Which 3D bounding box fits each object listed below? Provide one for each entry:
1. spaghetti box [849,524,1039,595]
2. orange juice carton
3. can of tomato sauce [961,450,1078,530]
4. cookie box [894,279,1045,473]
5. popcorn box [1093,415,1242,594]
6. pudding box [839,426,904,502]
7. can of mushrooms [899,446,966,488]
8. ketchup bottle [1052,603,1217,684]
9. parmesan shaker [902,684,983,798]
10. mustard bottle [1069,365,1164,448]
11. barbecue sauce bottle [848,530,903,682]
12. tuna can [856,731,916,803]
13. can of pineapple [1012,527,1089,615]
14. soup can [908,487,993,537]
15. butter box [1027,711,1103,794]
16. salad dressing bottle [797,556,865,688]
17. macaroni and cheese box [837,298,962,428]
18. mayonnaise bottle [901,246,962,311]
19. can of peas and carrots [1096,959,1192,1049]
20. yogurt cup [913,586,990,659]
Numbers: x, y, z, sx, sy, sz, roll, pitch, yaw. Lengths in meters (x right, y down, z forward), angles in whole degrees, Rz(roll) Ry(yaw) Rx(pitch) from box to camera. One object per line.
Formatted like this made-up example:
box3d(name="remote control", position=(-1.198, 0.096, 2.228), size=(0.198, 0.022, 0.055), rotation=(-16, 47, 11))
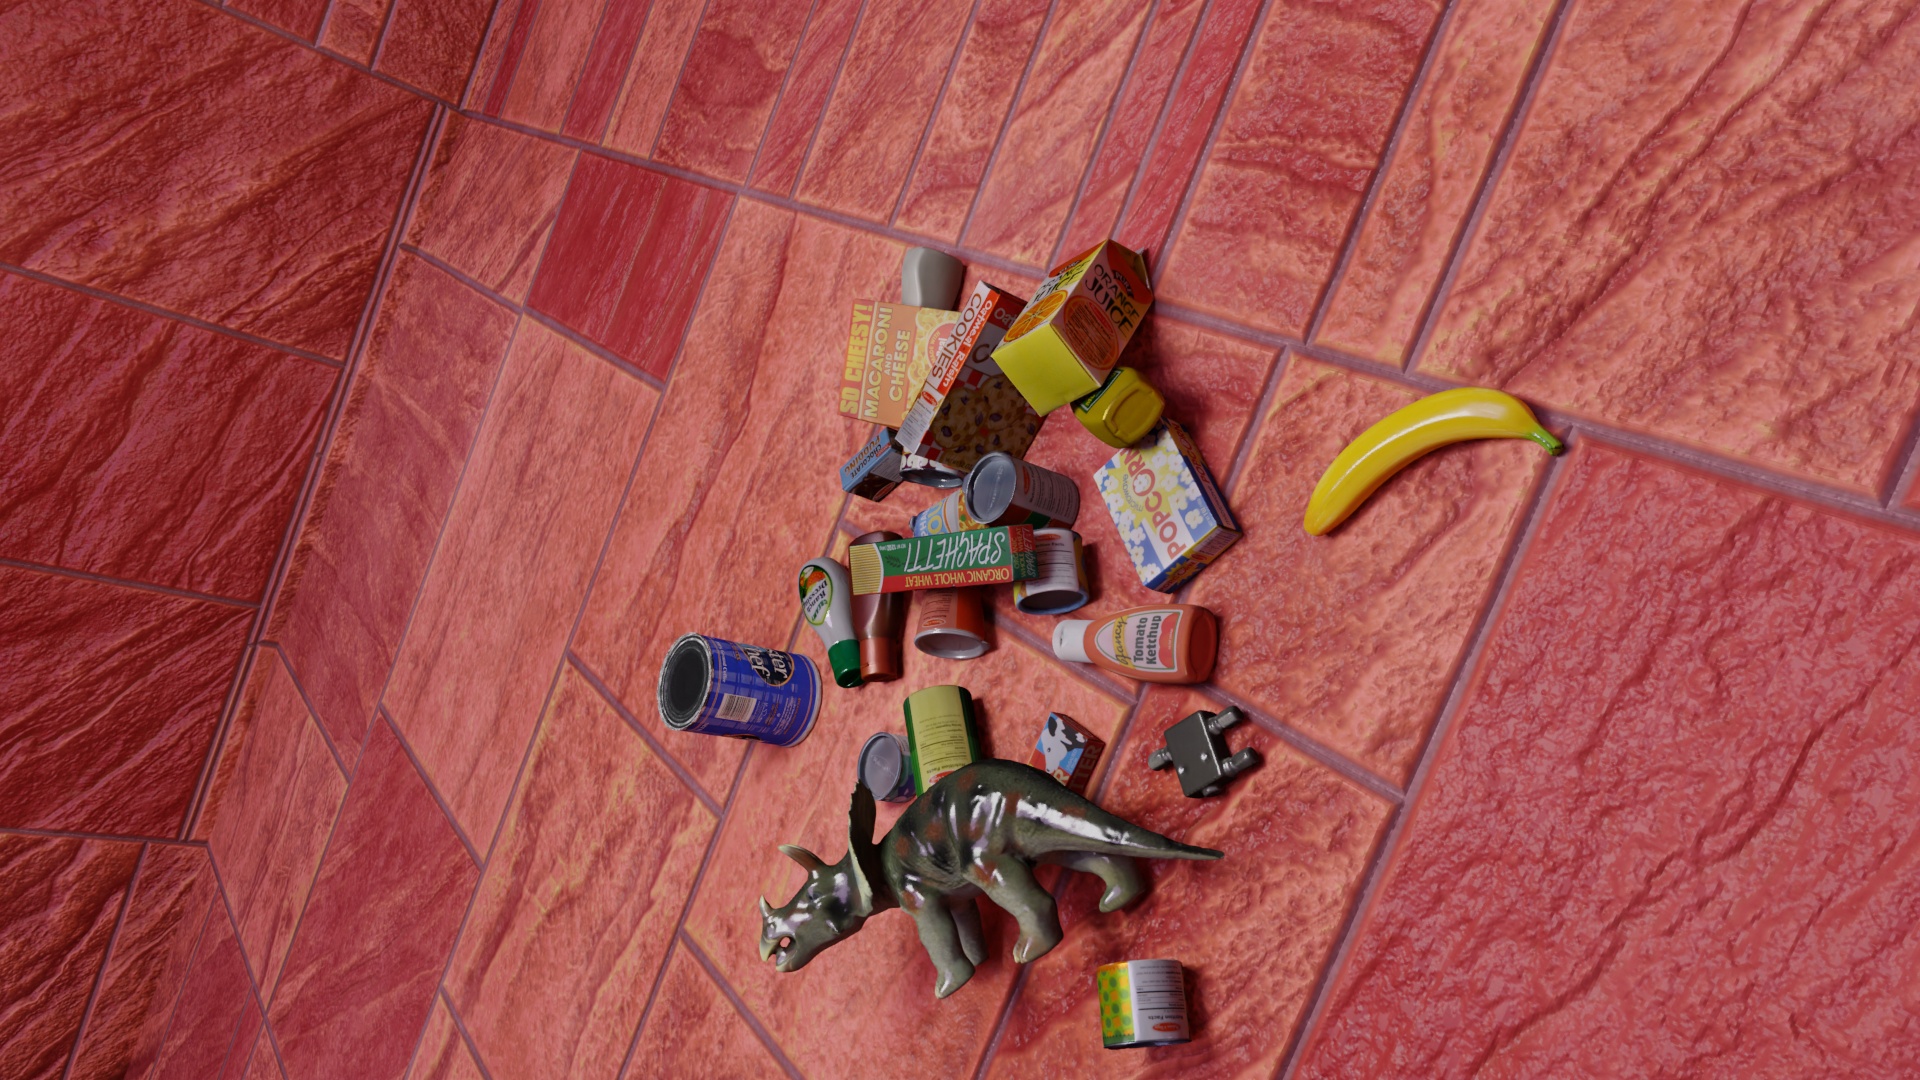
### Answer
box3d(name="spaghetti box", position=(-0.021, 0.019, 1.263), size=(0.249, 0.029, 0.050), rotation=(-7, 88, 52))
box3d(name="orange juice carton", position=(0.107, -0.200, 1.224), size=(0.071, 0.073, 0.194), rotation=(-24, 24, 42))
box3d(name="can of tomato sauce", position=(0.054, -0.038, 1.256), size=(0.071, 0.083, 0.071), rotation=(-19, 63, 44))
box3d(name="cookie box", position=(0.032, -0.143, 1.288), size=(0.040, 0.123, 0.167), rotation=(44, 110, 45))
box3d(name="popcorn box", position=(0.171, -0.030, 1.157), size=(0.085, 0.038, 0.127), rotation=(-44, 48, 29))
box3d(name="pudding box", position=(-0.082, -0.078, 1.450), size=(0.083, 0.049, 0.030), rotation=(-40, 49, 33))
box3d(name="can of mushrooms", position=(-0.028, -0.076, 1.374), size=(0.071, 0.071, 0.033), rotation=(-5, 73, 48))
box3d(name="ketchup bottle", position=(0.141, 0.085, 1.147), size=(0.148, 0.043, 0.065), rotation=(-3, 75, 48))
box3d(name="parmesan shaker", position=(-0.011, 0.191, 1.266), size=(0.071, 0.071, 0.103), rotation=(-35, 52, 36))
box3d(name="mustard bottle", position=(0.126, -0.122, 1.208), size=(0.065, 0.049, 0.160), rotation=(-49, 18, 1))
box3d(name="barbecue sauce bottle", position=(-0.085, 0.068, 1.407), size=(0.064, 0.044, 0.149), rotation=(-23, 61, 42))
box3d(name="tuna can", position=(-0.068, 0.222, 1.342), size=(0.071, 0.033, 0.071), rotation=(-19, 63, 44))
box3d(name="can of pineapple", position=(0.078, 0.029, 1.222), size=(0.070, 0.071, 0.058), rotation=(-27, 58, 40))
box3d(name="soup can", position=(0.005, -0.016, 1.314), size=(0.083, 0.071, 0.071), rotation=(-31, 56, 38))
box3d(name="butter box", position=(0.080, 0.205, 1.188), size=(0.053, 0.024, 0.103), rotation=(31, 100, 49))
box3d(name="salad dressing bottle", position=(-0.130, 0.085, 1.452), size=(0.064, 0.044, 0.148), rotation=(-46, 47, 27))
box3d(name="macaroni and cheese box", position=(-0.039, -0.171, 1.387), size=(0.166, 0.040, 0.123), rotation=(13, 99, 31))
box3d(name="mayonnaise bottle", position=(-0.039, -0.227, 1.446), size=(0.041, 0.065, 0.148), rotation=(7, 86, 51))
box3d(name="can of peas and carrots", position=(0.136, 0.349, 1.043), size=(0.070, 0.071, 0.059), rotation=(-26, 58, 41))
box3d(name="yogurt cup", position=(-0.008, 0.075, 1.303), size=(0.072, 0.072, 0.054), rotation=(-22, 53, 43))
